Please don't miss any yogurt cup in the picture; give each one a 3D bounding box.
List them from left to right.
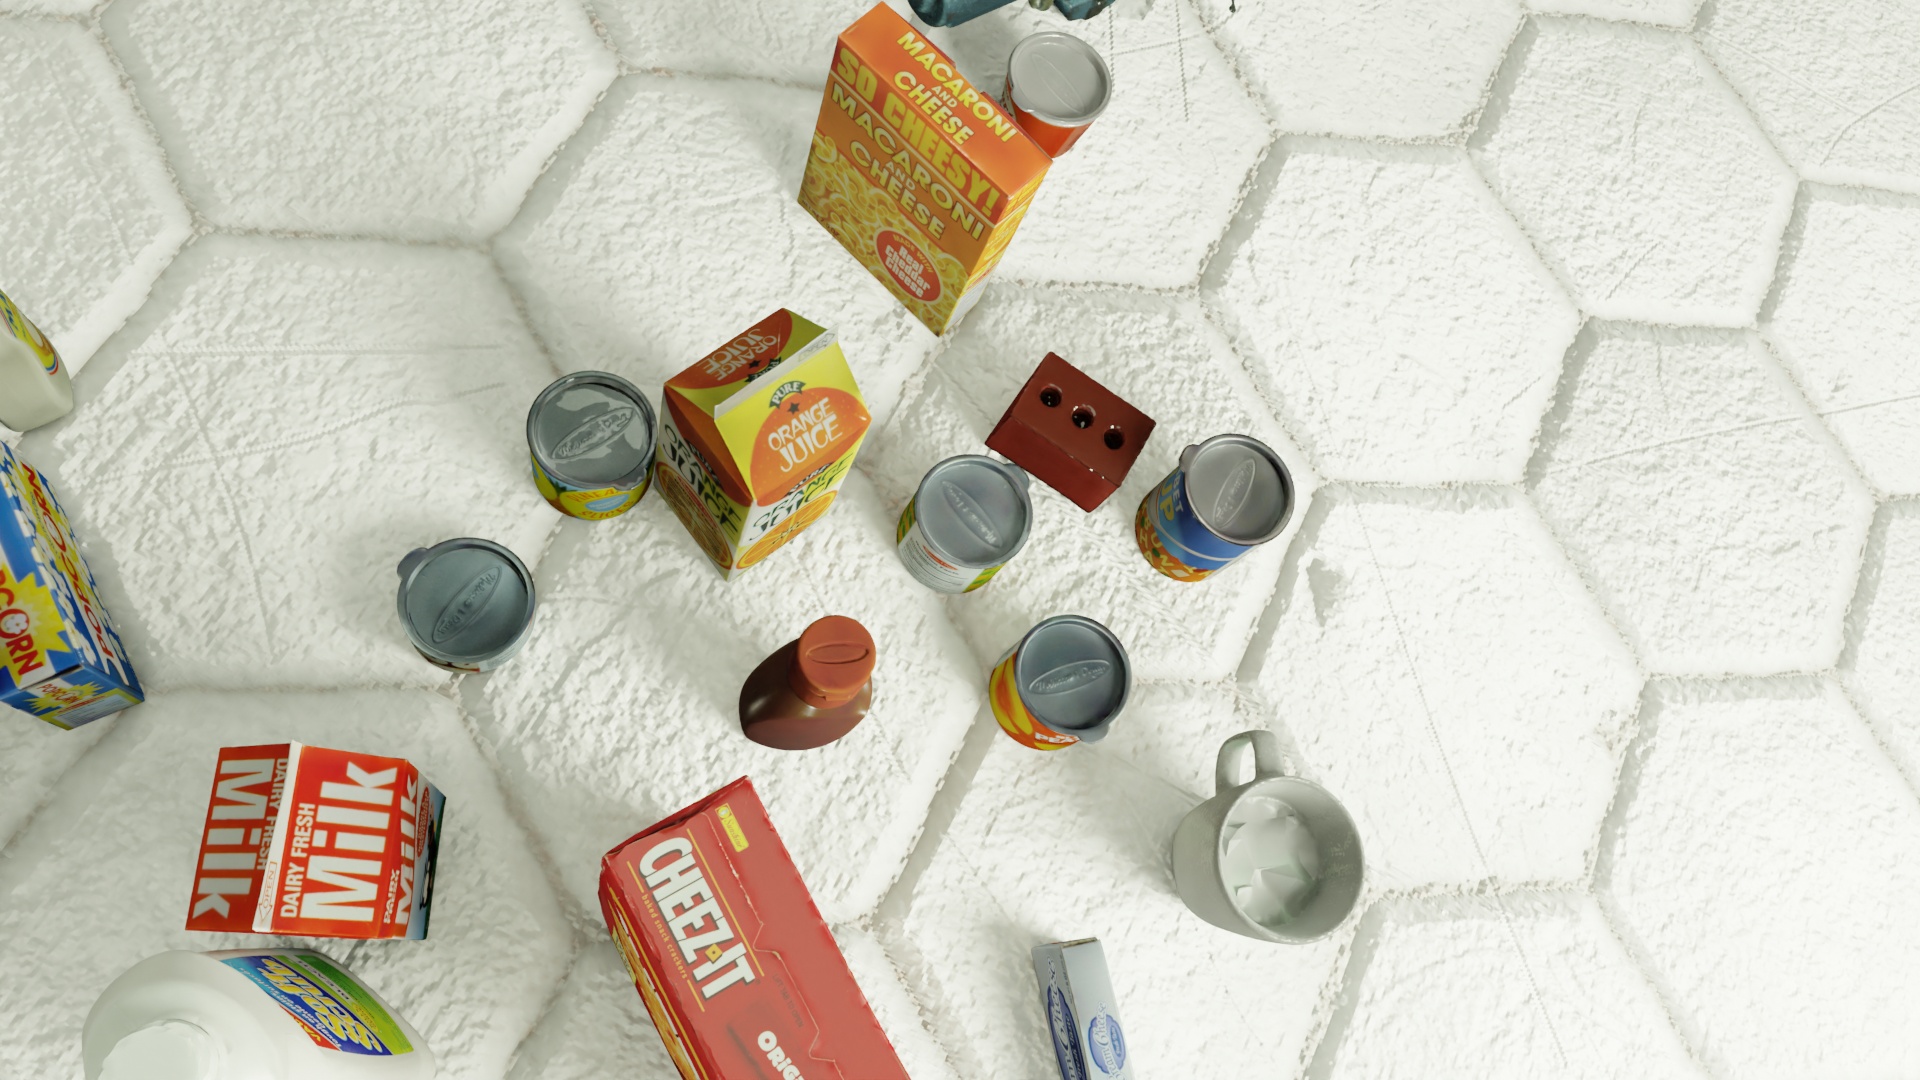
[{"bbox_3d":[0.057,-0.280,0.884,0.072,0.053,0.072,4,72,-13],"label":"yogurt cup"}]

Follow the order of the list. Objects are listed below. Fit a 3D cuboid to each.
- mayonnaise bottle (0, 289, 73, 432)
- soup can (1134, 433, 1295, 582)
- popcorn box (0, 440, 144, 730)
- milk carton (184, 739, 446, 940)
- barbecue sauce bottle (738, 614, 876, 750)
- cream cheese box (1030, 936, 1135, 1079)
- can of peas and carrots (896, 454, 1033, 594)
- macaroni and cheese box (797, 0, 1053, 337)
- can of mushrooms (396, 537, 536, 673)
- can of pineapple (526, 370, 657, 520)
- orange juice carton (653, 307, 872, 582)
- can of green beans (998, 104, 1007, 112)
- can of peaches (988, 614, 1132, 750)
[{"bbox_3d":[-0.463,-0.103,0.644,0.041,0.147,0.065,-29,82,-20],"label":"mayonnaise bottle"},{"bbox_3d":[0.143,-0.019,0.806,0.071,0.083,0.071,4,72,-13],"label":"soup can"},{"bbox_3d":[-0.434,0.020,0.645,0.038,0.085,0.127,-26,81,-20],"label":"popcorn box"},{"bbox_3d":[-0.272,0.133,0.594,0.073,0.190,0.072,6,72,-12],"label":"milk carton"},{"bbox_3d":[-0.072,0.072,0.687,0.065,0.148,0.044,-1,73,-15],"label":"barbecue sauce bottle"},{"bbox_3d":[0.066,0.258,0.713,0.024,0.053,0.104,-9,75,-17],"label":"cream cheese box"},{"bbox_3d":[0.003,-0.010,0.781,0.071,0.058,0.071,4,72,-13],"label":"can of peas and carrots"},{"bbox_3d":[-0.026,-0.201,0.777,0.124,0.166,0.040,44,68,2],"label":"macaroni and cheese box"},{"bbox_3d":[-0.255,0.033,0.715,0.071,0.033,0.071,4,72,-13],"label":"can of mushrooms"},{"bbox_3d":[-0.196,-0.048,0.743,0.071,0.057,0.071,4,72,-13],"label":"can of pineapple"},{"bbox_3d":[-0.102,-0.049,0.695,0.072,0.192,0.073,-37,85,-21],"label":"orange juice carton"},{"bbox_3d":[-0.002,-0.230,0.851,0.071,0.057,0.071,4,72,-13],"label":"can of green beans"},{"bbox_3d":[0.054,0.082,0.765,0.071,0.058,0.071,4,72,-13],"label":"can of peaches"}]
